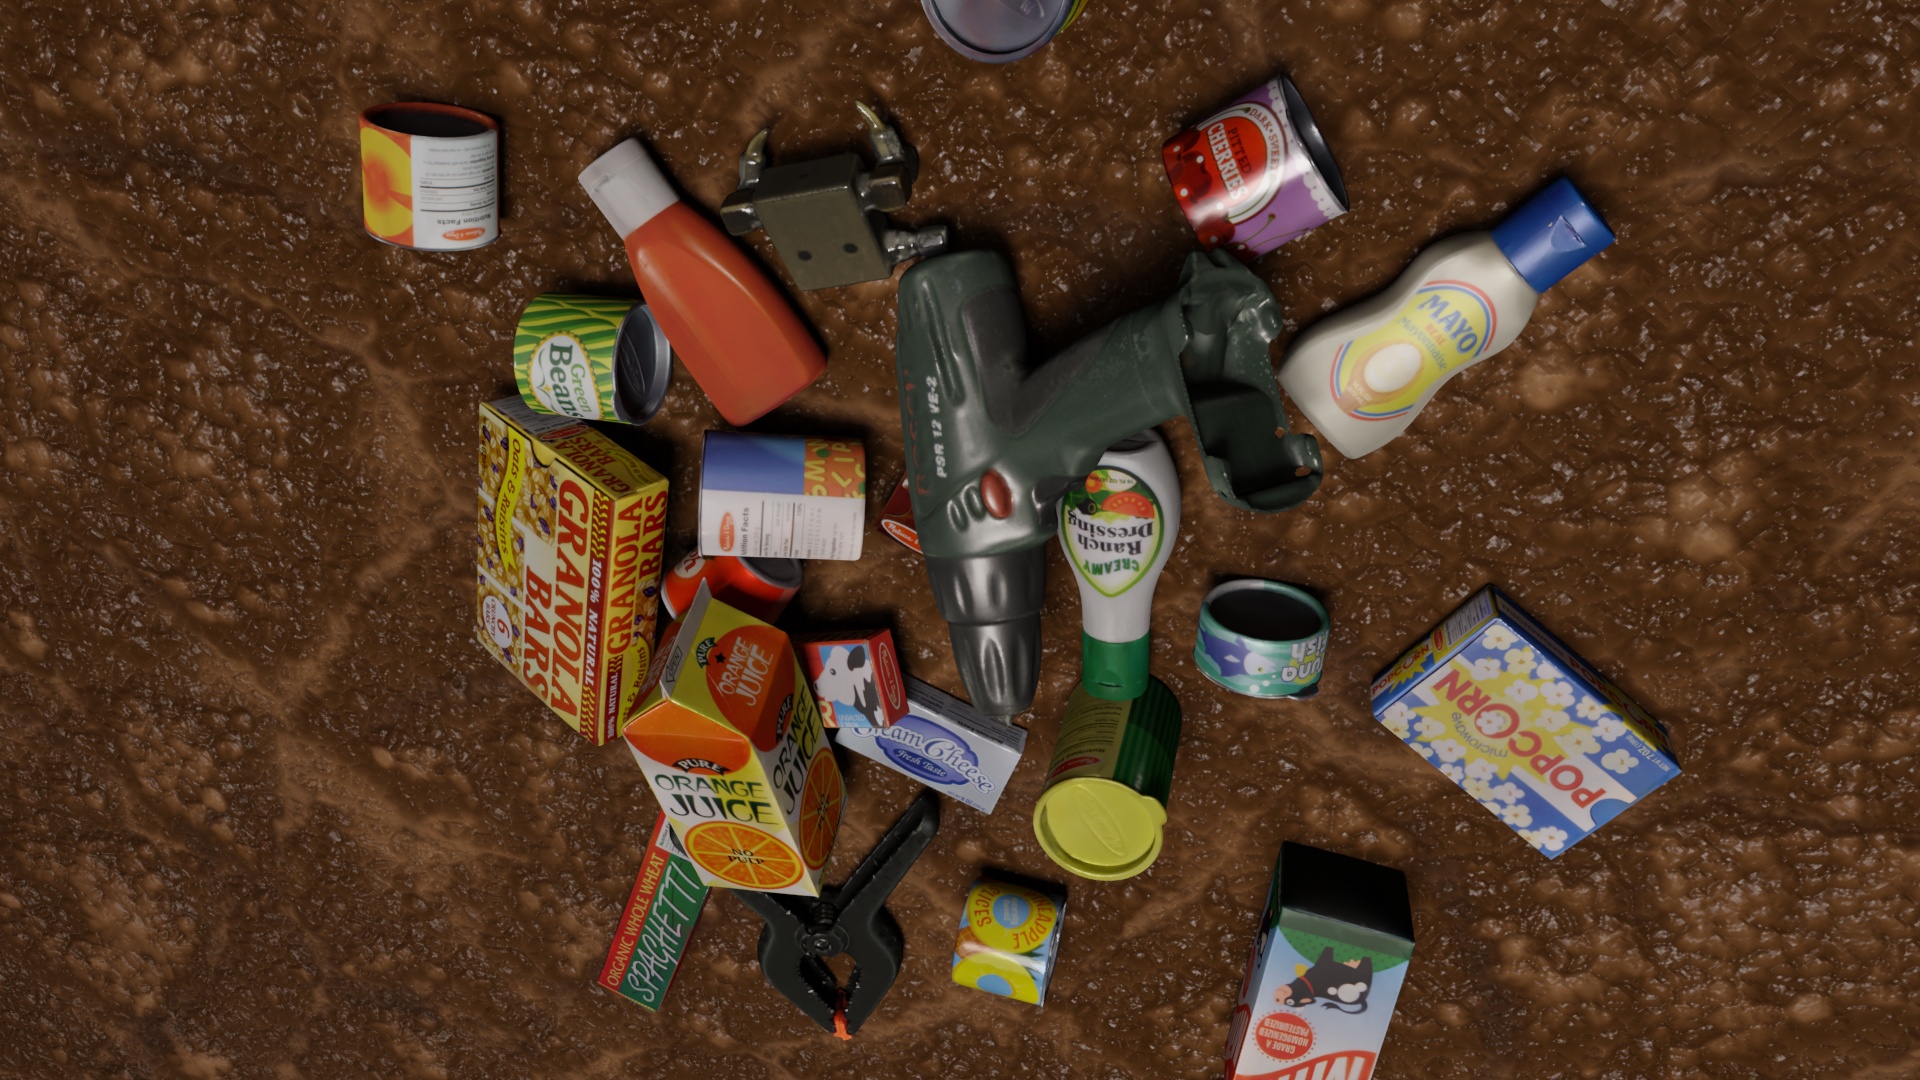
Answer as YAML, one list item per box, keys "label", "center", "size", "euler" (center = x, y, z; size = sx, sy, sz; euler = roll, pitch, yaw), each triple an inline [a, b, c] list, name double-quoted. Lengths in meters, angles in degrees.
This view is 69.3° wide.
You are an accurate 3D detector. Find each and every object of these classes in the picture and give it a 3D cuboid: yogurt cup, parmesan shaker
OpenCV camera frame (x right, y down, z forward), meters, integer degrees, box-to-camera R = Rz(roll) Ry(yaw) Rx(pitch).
- label: "yogurt cup"
  center: [-0.125, 0.023, 0.776]
  size: [0.072, 0.073, 0.053]
  euler: [41, 112, -8]
- label: "parmesan shaker"
  center: [0.084, 0.122, 0.746]
  size: [0.071, 0.103, 0.071]
  euler: [7, 119, 13]

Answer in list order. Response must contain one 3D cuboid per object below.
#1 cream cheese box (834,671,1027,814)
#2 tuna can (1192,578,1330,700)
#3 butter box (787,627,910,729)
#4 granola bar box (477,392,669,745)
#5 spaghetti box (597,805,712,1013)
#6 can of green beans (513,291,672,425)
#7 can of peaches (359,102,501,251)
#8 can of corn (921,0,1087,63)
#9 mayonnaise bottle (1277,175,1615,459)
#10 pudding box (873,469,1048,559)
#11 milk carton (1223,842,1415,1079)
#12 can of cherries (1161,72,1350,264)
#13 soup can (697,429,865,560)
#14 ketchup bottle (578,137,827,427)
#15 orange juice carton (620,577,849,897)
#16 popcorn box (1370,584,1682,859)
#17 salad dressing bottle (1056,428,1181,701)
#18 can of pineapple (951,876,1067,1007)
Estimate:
- label: "cream cheese box"
  center: [-0.017, 0.115, 0.817]
  size: [0.104, 0.024, 0.053]
  euler: [25, 120, 2]
- label: "tuna can"
  center: [0.155, 0.050, 0.707]
  size: [0.071, 0.071, 0.032]
  euler: [9, 119, 11]
- label: "butter box"
  center: [-0.081, 0.080, 0.796]
  size: [0.103, 0.024, 0.053]
  euler: [-5, 103, 35]
- label: "granola bar box"
  center: [-0.223, 0.015, 0.783]
  size: [0.124, 0.039, 0.164]
  euler: [32, 125, 30]
- label: "spaghetti box"
  center: [-0.186, 0.218, 0.916]
  size: [0.050, 0.029, 0.248]
  euler: [26, 121, 1]
- label: "can of green beans"
  center: [-0.192, -0.096, 0.729]
  size: [0.058, 0.071, 0.071]
  euler: [7, 119, 12]
- label: "can of peaches"
  center: [-0.270, -0.186, 0.704]
  size: [0.071, 0.071, 0.057]
  euler: [15, 120, 8]
- label: "can of corn"
  center: [0.023, -0.245, 0.595]
  size: [0.071, 0.058, 0.070]
  euler: [7, 119, 12]
- label: "mayonnaise bottle"
  center: [0.218, -0.102, 0.626]
  size: [0.064, 0.041, 0.147]
  euler: [46, 120, -9]
- label: "pudding box"
  center: [0.003, -0.009, 0.742]
  size: [0.084, 0.030, 0.049]
  euler: [30, 122, -1]
- label: "milk carton"
  center: [0.198, 0.280, 0.799]
  size: [0.073, 0.072, 0.189]
  euler: [13, 111, 9]
- label: "can of cherries"
  center: [0.127, -0.160, 0.604]
  size: [0.058, 0.072, 0.071]
  euler: [-25, 108, 27]
- label: "soup can"
  center: [-0.094, -0.025, 0.729]
  size: [0.084, 0.071, 0.071]
  euler: [2, 120, -8]
- label: "ketchup bottle"
  center: [-0.134, -0.132, 0.707]
  size: [0.064, 0.044, 0.148]
  euler: [-27, 107, 30]
- label: "orange juice carton"
  center: [-0.122, 0.109, 0.750]
  size: [0.073, 0.072, 0.191]
  euler: [2, 135, 15]
- label: "popcorn box"
  center: [0.287, 0.093, 0.712]
  size: [0.126, 0.038, 0.085]
  euler: [38, 119, -6]
- label: "salad dressing bottle"
  center: [0.082, 0.013, 0.724]
  size: [0.064, 0.044, 0.147]
  euler: [6, 119, 16]
- label: "can of pineapple"
  center: [0.030, 0.242, 0.846]
  size: [0.058, 0.071, 0.070]
  euler: [12, 120, 10]
